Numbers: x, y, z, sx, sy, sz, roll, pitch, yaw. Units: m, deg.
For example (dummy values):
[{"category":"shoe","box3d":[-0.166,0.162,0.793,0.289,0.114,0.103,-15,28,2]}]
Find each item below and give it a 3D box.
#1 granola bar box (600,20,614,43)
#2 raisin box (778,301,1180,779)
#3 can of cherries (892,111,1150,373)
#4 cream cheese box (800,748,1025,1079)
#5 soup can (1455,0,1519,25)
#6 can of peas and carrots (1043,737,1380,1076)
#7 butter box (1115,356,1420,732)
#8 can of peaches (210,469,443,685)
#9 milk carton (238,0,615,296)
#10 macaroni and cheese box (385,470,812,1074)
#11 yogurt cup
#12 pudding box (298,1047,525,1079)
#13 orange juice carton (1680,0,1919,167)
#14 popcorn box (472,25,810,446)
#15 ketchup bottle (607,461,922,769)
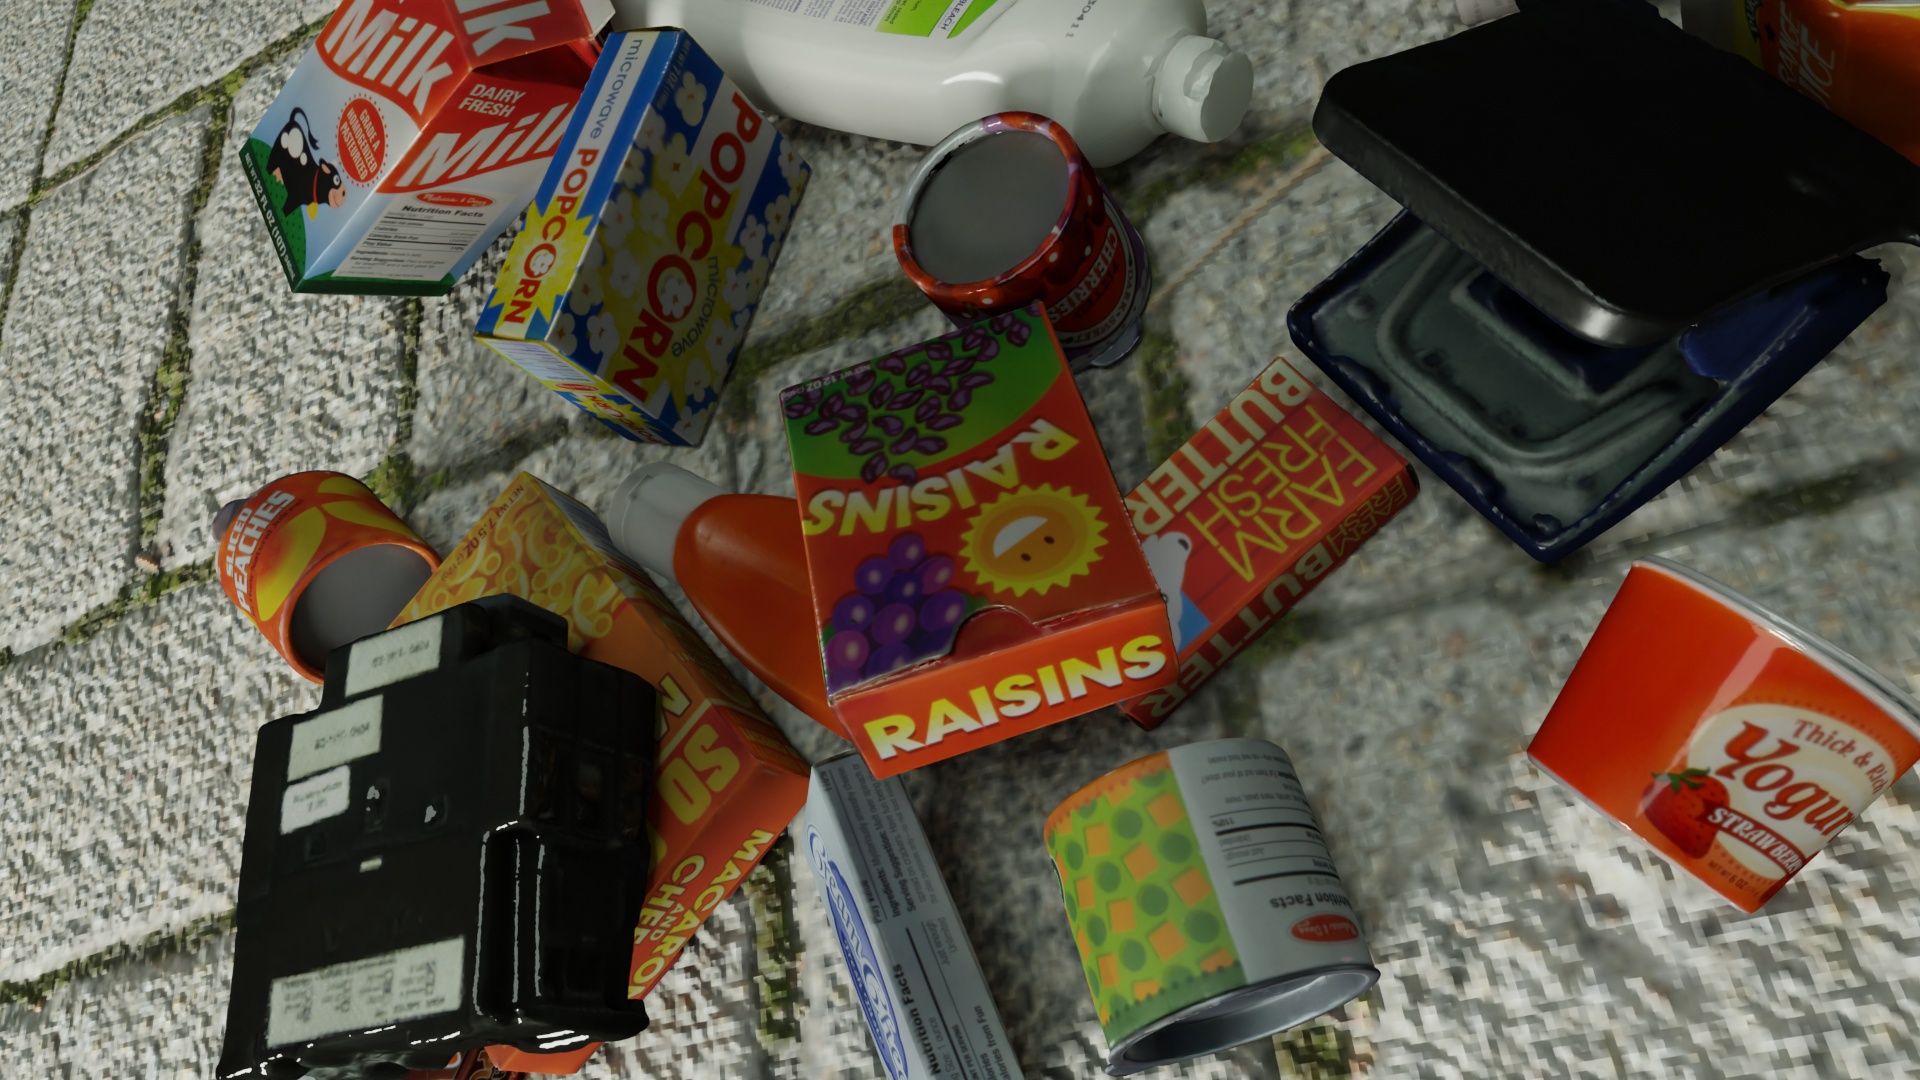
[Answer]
[{"category":"granola bar box","box3d":[-0.173,-0.270,0.640,0.124,0.039,0.165,37,89,34]},{"category":"raisin box","box3d":[0.001,-0.005,0.383,0.086,0.040,0.124,-17,46,2]},{"category":"can of cherries","box3d":[0.022,-0.092,0.442,0.071,0.058,0.072,-12,63,24]},{"category":"cream cheese box","box3d":[-0.015,0.112,0.374,0.024,0.053,0.104,-13,55,-20]},{"category":"soup can","box3d":[0.180,-0.196,0.398,0.083,0.071,0.071,-11,64,24]},{"category":"can of peas and carrots","box3d":[0.057,0.089,0.338,0.071,0.071,0.059,-27,58,16]},{"category":"butter box","box3d":[0.073,0.000,0.394,0.103,0.024,0.053,-42,55,6]},{"category":"can of peaches","box3d":[-0.241,0.014,0.530,0.058,0.071,0.071,32,86,34]},{"category":"milk carton","box3d":[-0.202,-0.176,0.549,0.190,0.073,0.072,-31,78,35]},{"category":"macaroni and cheese box","box3d":[-0.138,0.071,0.468,0.123,0.040,0.167,-50,54,2]},{"category":"yogurt cup","box3d":[0.163,0.043,0.303,0.072,0.072,0.054,40,99,35]},{"category":"pudding box","box3d":[-0.185,0.172,0.454,0.084,0.030,0.050,13,74,32]},{"category":"orange juice carton","box3d":[0.269,-0.127,0.315,0.193,0.071,0.073,13,75,32]},{"category":"popcorn box","box3d":[-0.111,-0.108,0.506,0.038,0.085,0.127,11,74,31]},{"category":"ketchup bottle","box3d":[-0.055,0.014,0.445,0.149,0.043,0.065,25,68,35]}]
